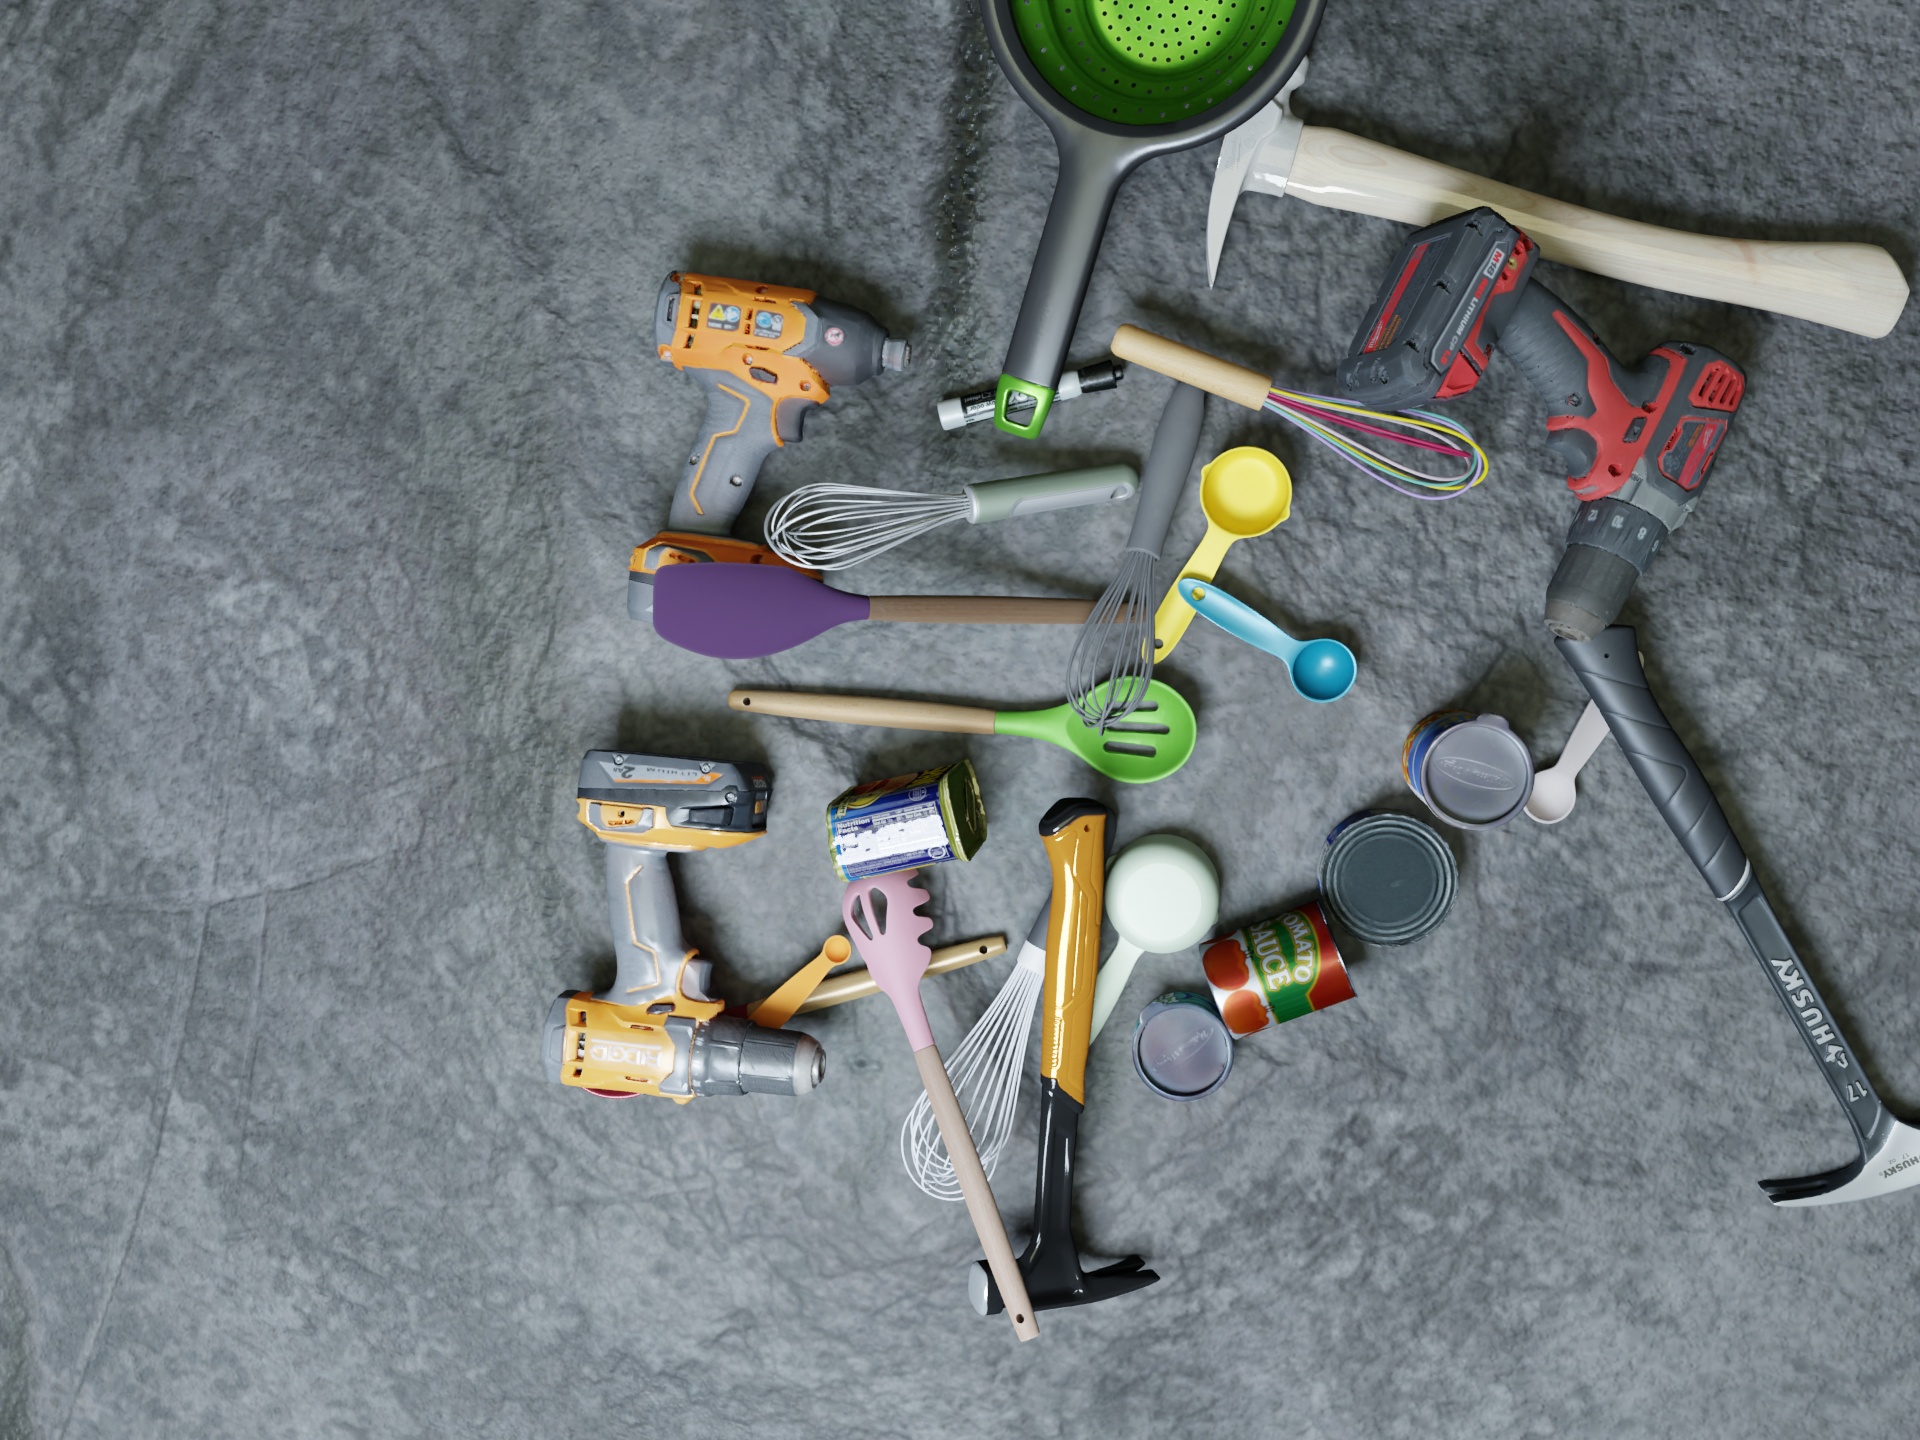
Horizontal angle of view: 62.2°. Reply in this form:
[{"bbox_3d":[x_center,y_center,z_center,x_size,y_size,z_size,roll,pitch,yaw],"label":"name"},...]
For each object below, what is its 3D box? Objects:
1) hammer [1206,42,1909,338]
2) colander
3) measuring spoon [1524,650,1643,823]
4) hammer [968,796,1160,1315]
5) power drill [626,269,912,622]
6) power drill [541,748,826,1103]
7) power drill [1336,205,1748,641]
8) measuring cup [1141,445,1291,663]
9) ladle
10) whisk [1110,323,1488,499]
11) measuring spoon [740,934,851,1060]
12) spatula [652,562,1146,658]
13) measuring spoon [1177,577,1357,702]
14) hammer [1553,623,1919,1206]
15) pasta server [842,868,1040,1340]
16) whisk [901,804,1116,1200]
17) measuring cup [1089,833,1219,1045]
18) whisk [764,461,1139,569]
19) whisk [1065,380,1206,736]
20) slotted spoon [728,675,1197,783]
[{"bbox_3d":[0.356,-0.290,0.968,0.410,0.038,0.146,16,99,6],"label":"hammer"},{"bbox_3d":[0.096,-0.370,0.975,0.204,0.094,0.397,20,110,8],"label":"colander"},{"bbox_3d":[0.393,0.009,1.006,0.034,0.018,0.124,32,92,-5],"label":"measuring spoon"},{"bbox_3d":[0.075,0.216,1.023,0.127,0.034,0.337,-1,99,-21],"label":"hammer"},{"bbox_3d":[-0.125,-0.166,1.026,0.164,0.084,0.226,9,93,5],"label":"power drill"},{"bbox_3d":[-0.173,0.138,1.047,0.185,0.084,0.226,5,89,10],"label":"power drill"},{"bbox_3d":[0.336,-0.170,0.929,0.226,0.080,0.188,28,89,-16],"label":"power drill"},{"bbox_3d":[0.159,-0.105,1.024,0.062,0.029,0.156,30,111,3],"label":"measuring cup"},{"bbox_3d":[-0.120,0.193,1.087,0.315,0.031,0.069,-16,89,7],"label":"ladle"},{"bbox_3d":[0.211,-0.197,0.983,0.245,0.047,0.051,21,90,1],"label":"whisk"},{"bbox_3d":[-0.115,0.188,1.071,0.117,0.011,0.021,-46,74,6],"label":"measuring spoon"},{"bbox_3d":[-0.033,-0.068,0.999,0.316,0.018,0.059,-1,101,-13],"label":"spatula"},{"bbox_3d":[0.195,-0.056,1.017,0.128,0.021,0.042,32,107,1],"label":"measuring spoon"},{"bbox_3d":[0.483,0.117,0.985,0.149,0.036,0.409,-31,92,11],"label":"hammer"},{"bbox_3d":[-0.010,0.235,1.018,0.060,0.040,0.316,-27,73,18],"label":"pasta server"},{"bbox_3d":[0.036,0.185,1.051,0.070,0.070,0.284,25,93,5],"label":"whisk"},{"bbox_3d":[0.110,0.154,1.043,0.083,0.038,0.167,29,97,4],"label":"measuring cup"},{"bbox_3d":[-0.001,-0.133,0.989,0.246,0.057,0.059,-11,64,-16],"label":"whisk"},{"bbox_3d":[0.116,-0.105,1.001,0.055,0.055,0.239,16,84,6],"label":"whisk"},{"bbox_3d":[-0.002,-0.003,1.051,0.314,0.031,0.070,5,96,9],"label":"slotted spoon"}]
